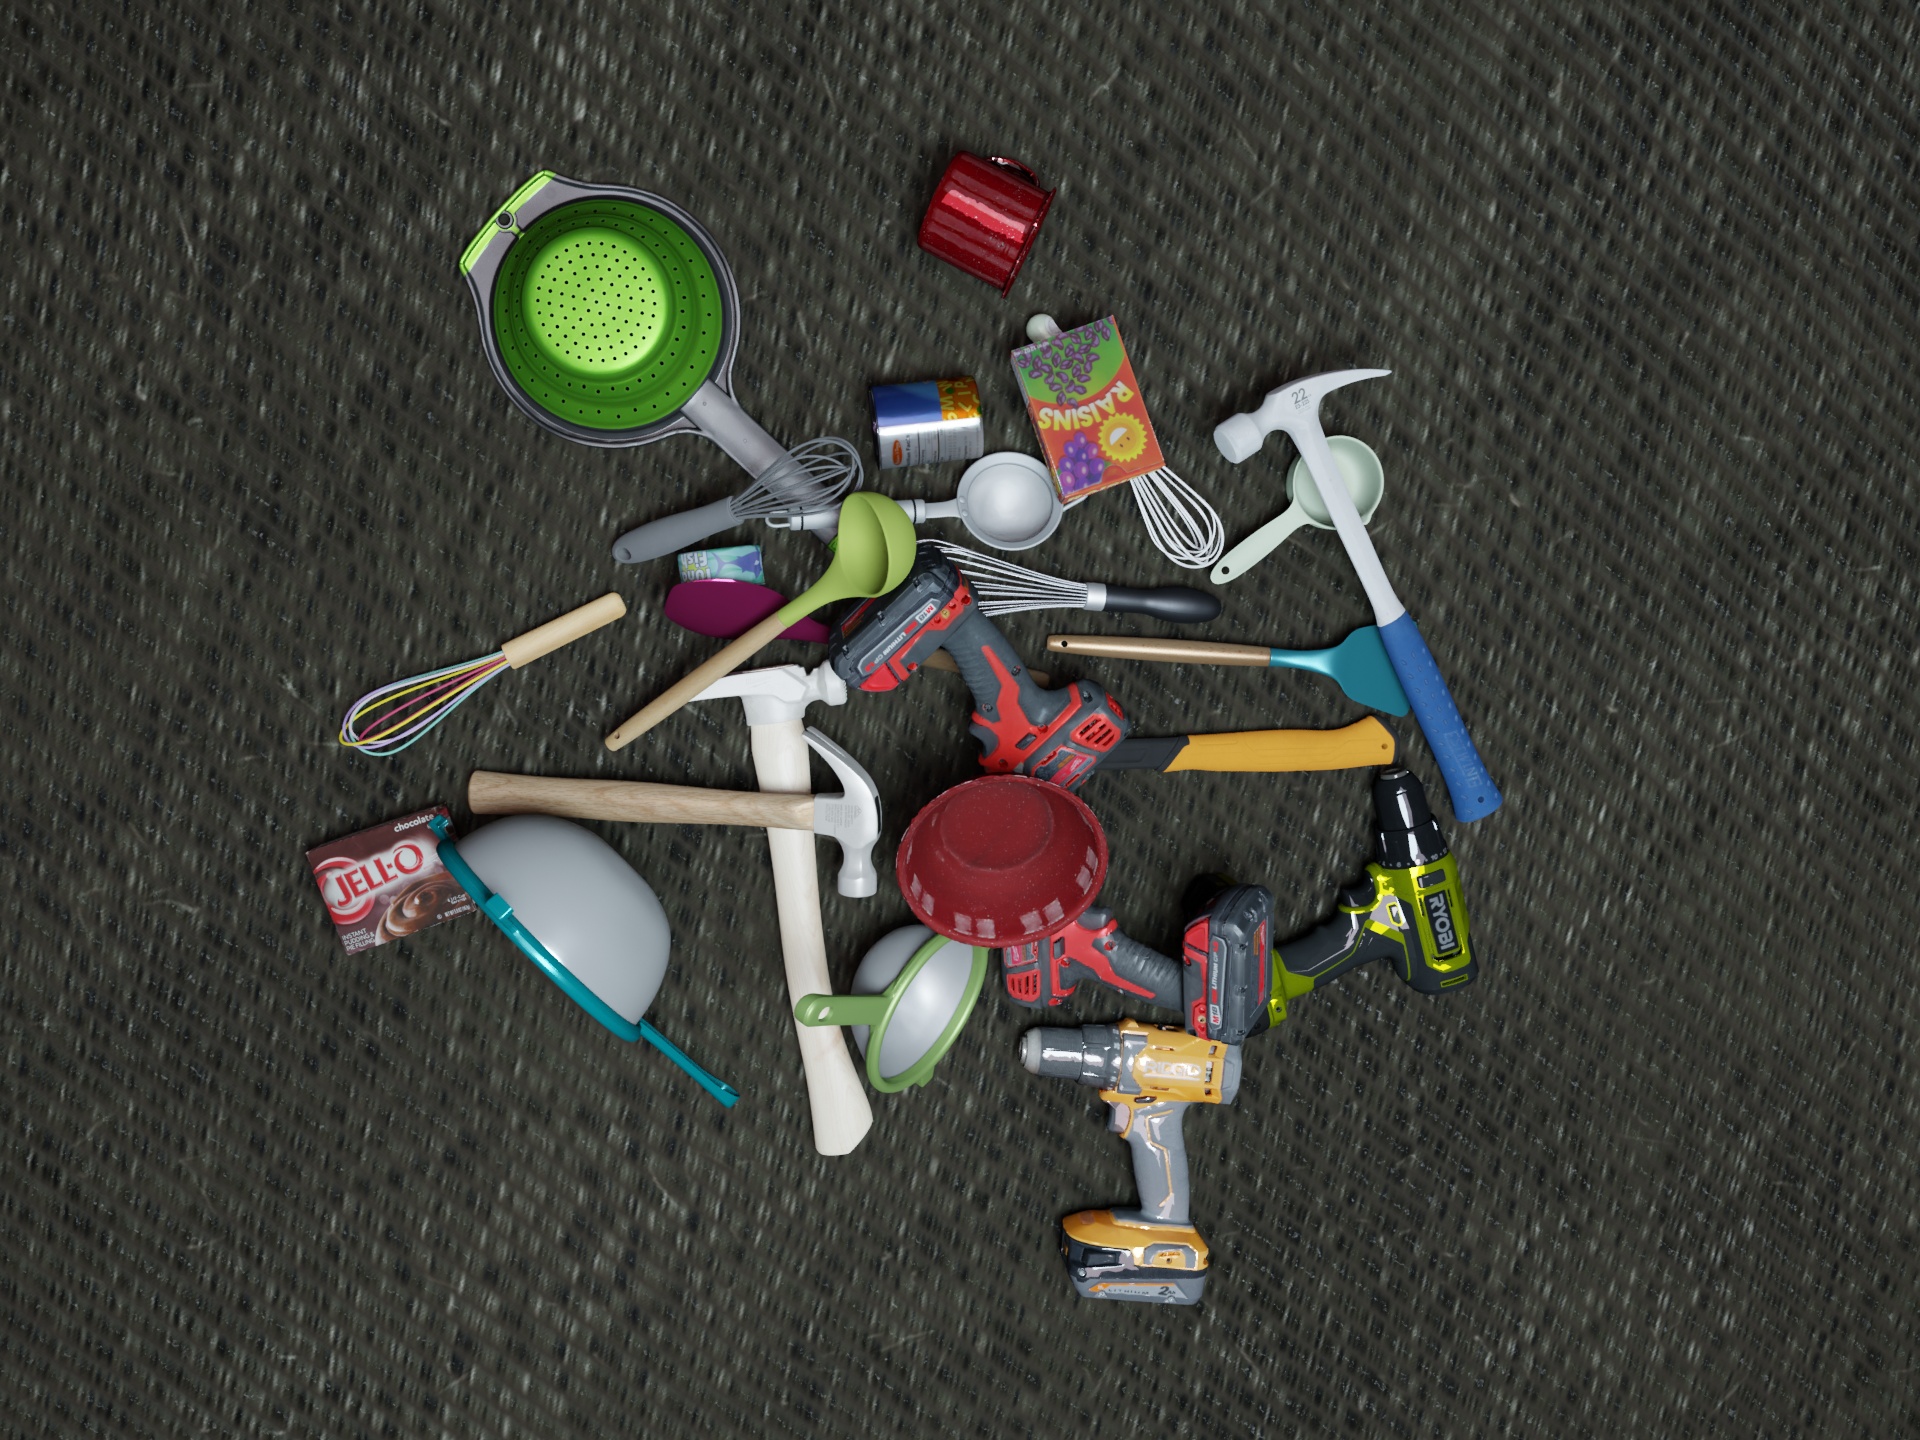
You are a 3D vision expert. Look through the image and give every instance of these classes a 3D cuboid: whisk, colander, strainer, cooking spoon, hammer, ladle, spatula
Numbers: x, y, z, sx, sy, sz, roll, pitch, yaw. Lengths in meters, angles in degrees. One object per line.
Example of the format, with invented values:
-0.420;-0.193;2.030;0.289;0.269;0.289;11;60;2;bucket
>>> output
-0.175;-0.163;1.219;0.239;0.055;0.055;-16;99;27;whisk
-0.212;-0.258;1.223;0.397;0.094;0.204;42;91;-8;colander
-0.071;0.213;1.243;0.069;0.256;0.151;27;95;28;strainer
-0.077;-0.062;1.270;0.318;0.017;0.068;11;139;-17;cooking spoon
0.077;-0.104;1.292;0.284;0.070;0.070;5;96;-12;whisk
-0.257;0.181;1.247;0.095;0.211;0.340;-46;123;-11;strainer
-0.141;0.160;1.309;0.146;0.038;0.410;-8;98;-3;hammer
-0.161;-0.065;1.208;0.320;0.062;0.078;-34;69;20;ladle
0.229;-0.053;1.327;0.317;0.044;0.082;4;95;-1;spatula
0.201;0.035;1.328;0.337;0.034;0.127;-3;96;-5;hammer
0.131;-0.226;1.287;0.059;0.058;0.246;-33;96;40;whisk
-0.027;-0.167;1.263;0.258;0.050;0.087;-5;72;-14;strainer
-0.378;-0.038;1.261;0.245;0.047;0.051;-27;97;-5;whisk
-0.227;0.064;1.261;0.331;0.031;0.130;4;101;5;hammer
0.352;-0.096;1.296;0.144;0.035;0.405;-32;108;-7;hammer

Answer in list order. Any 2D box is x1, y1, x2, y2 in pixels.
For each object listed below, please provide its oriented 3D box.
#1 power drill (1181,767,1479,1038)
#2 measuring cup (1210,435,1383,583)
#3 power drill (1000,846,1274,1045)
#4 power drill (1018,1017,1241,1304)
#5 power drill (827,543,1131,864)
0.310;0.156;1.332;0.228;0.080;0.190;-17;99;-6;power drill
0.270;-0.167;1.310;0.167;0.038;0.083;-38;99;2;measuring cup
0.132;0.172;1.269;0.220;0.078;0.143;7;111;27;power drill
0.132;0.363;1.339;0.185;0.084;0.226;6;92;-6;power drill
-0.002;-0.004;1.237;0.188;0.080;0.226;-43;111;12;power drill
